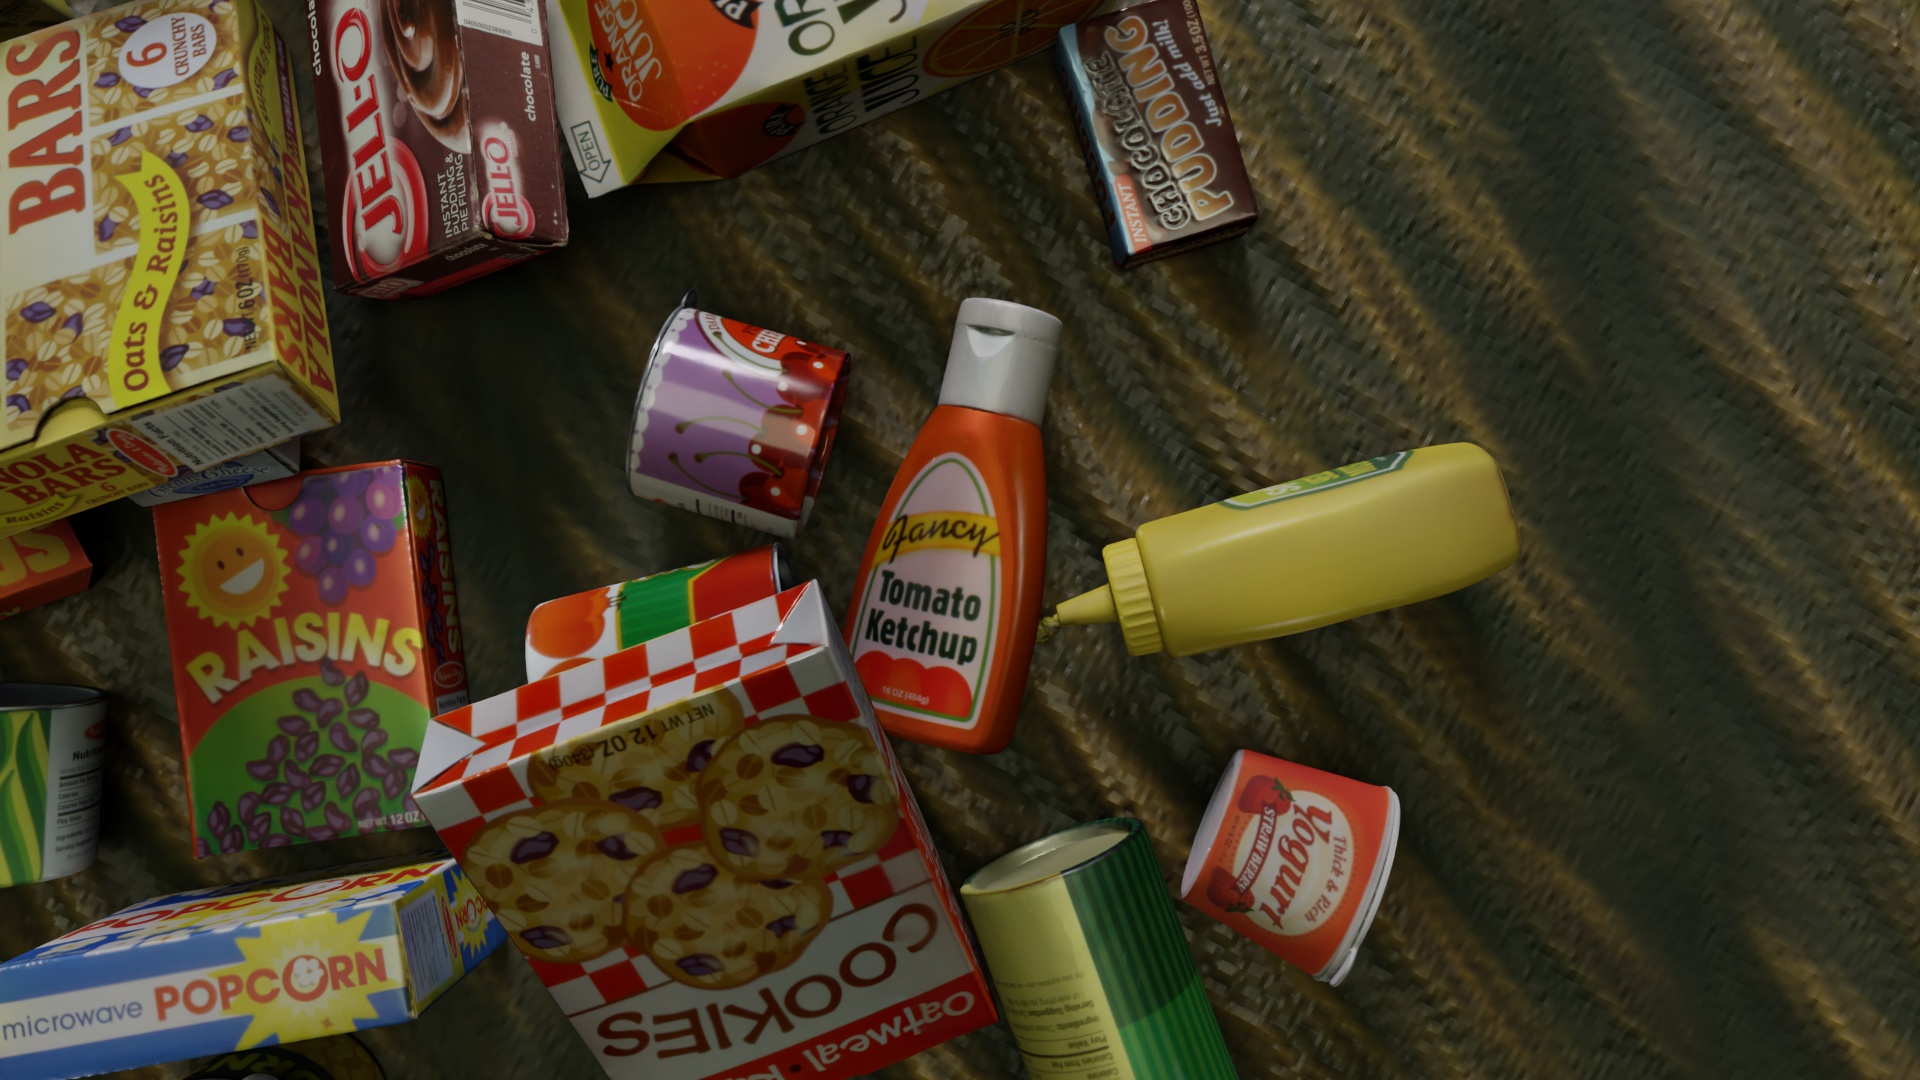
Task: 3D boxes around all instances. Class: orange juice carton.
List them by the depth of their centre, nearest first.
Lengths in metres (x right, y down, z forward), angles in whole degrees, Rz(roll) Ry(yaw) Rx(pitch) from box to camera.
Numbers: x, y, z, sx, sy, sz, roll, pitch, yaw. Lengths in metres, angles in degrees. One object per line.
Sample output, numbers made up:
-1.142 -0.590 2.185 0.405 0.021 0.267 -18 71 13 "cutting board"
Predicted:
-0.047 -0.181 0.462 0.193 0.073 0.072 -23 90 -1 "orange juice carton"

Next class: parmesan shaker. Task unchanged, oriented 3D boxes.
0.050 0.151 0.460 0.071 0.071 0.103 -20 89 -1 "parmesan shaker"

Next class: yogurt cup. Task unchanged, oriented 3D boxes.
0.109 0.105 0.465 0.054 0.072 0.072 22 89 7 "yogurt cup"

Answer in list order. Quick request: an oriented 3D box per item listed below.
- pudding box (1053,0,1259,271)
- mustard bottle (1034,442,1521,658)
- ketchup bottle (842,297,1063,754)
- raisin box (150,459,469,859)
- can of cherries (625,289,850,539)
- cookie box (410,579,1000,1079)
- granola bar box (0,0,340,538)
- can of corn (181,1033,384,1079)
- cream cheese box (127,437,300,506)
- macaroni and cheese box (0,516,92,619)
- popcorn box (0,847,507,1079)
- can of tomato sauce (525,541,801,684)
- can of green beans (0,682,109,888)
0.067 -0.142 0.484 0.050 0.030 0.083 -16 89 0 "pudding box"
0.100 0.008 0.467 0.160 0.065 0.049 -15 92 5 "mustard bottle"
0.002 -0.006 0.473 0.065 0.043 0.148 12 88 20 "ketchup bottle"
-0.218 0.038 0.472 0.086 0.040 0.123 -7 89 0 "raisin box"
-0.072 -0.041 0.461 0.058 0.071 0.071 16 89 -1 "can of cherries"
-0.071 0.108 0.435 0.123 0.040 0.166 -20 120 -1 "cookie box"
-0.274 -0.094 0.441 0.124 0.039 0.166 -19 65 -1 "granola bar box"
-0.231 0.198 0.460 0.071 0.058 0.071 0 89 -1 "can of corn"
-0.250 -0.065 0.462 0.053 0.024 0.104 -12 65 1 "cream cheese box"
-0.379 -0.037 0.440 0.124 0.040 0.166 -28 90 -38 "macaroni and cheese box"
-0.224 0.134 0.447 0.127 0.085 0.038 -9 89 -1 "popcorn box"
-0.092 0.041 0.462 0.083 0.071 0.071 -14 90 0 "can of tomato sauce"
-0.320 0.079 0.456 0.071 0.071 0.058 3 90 -1 "can of green beans"
